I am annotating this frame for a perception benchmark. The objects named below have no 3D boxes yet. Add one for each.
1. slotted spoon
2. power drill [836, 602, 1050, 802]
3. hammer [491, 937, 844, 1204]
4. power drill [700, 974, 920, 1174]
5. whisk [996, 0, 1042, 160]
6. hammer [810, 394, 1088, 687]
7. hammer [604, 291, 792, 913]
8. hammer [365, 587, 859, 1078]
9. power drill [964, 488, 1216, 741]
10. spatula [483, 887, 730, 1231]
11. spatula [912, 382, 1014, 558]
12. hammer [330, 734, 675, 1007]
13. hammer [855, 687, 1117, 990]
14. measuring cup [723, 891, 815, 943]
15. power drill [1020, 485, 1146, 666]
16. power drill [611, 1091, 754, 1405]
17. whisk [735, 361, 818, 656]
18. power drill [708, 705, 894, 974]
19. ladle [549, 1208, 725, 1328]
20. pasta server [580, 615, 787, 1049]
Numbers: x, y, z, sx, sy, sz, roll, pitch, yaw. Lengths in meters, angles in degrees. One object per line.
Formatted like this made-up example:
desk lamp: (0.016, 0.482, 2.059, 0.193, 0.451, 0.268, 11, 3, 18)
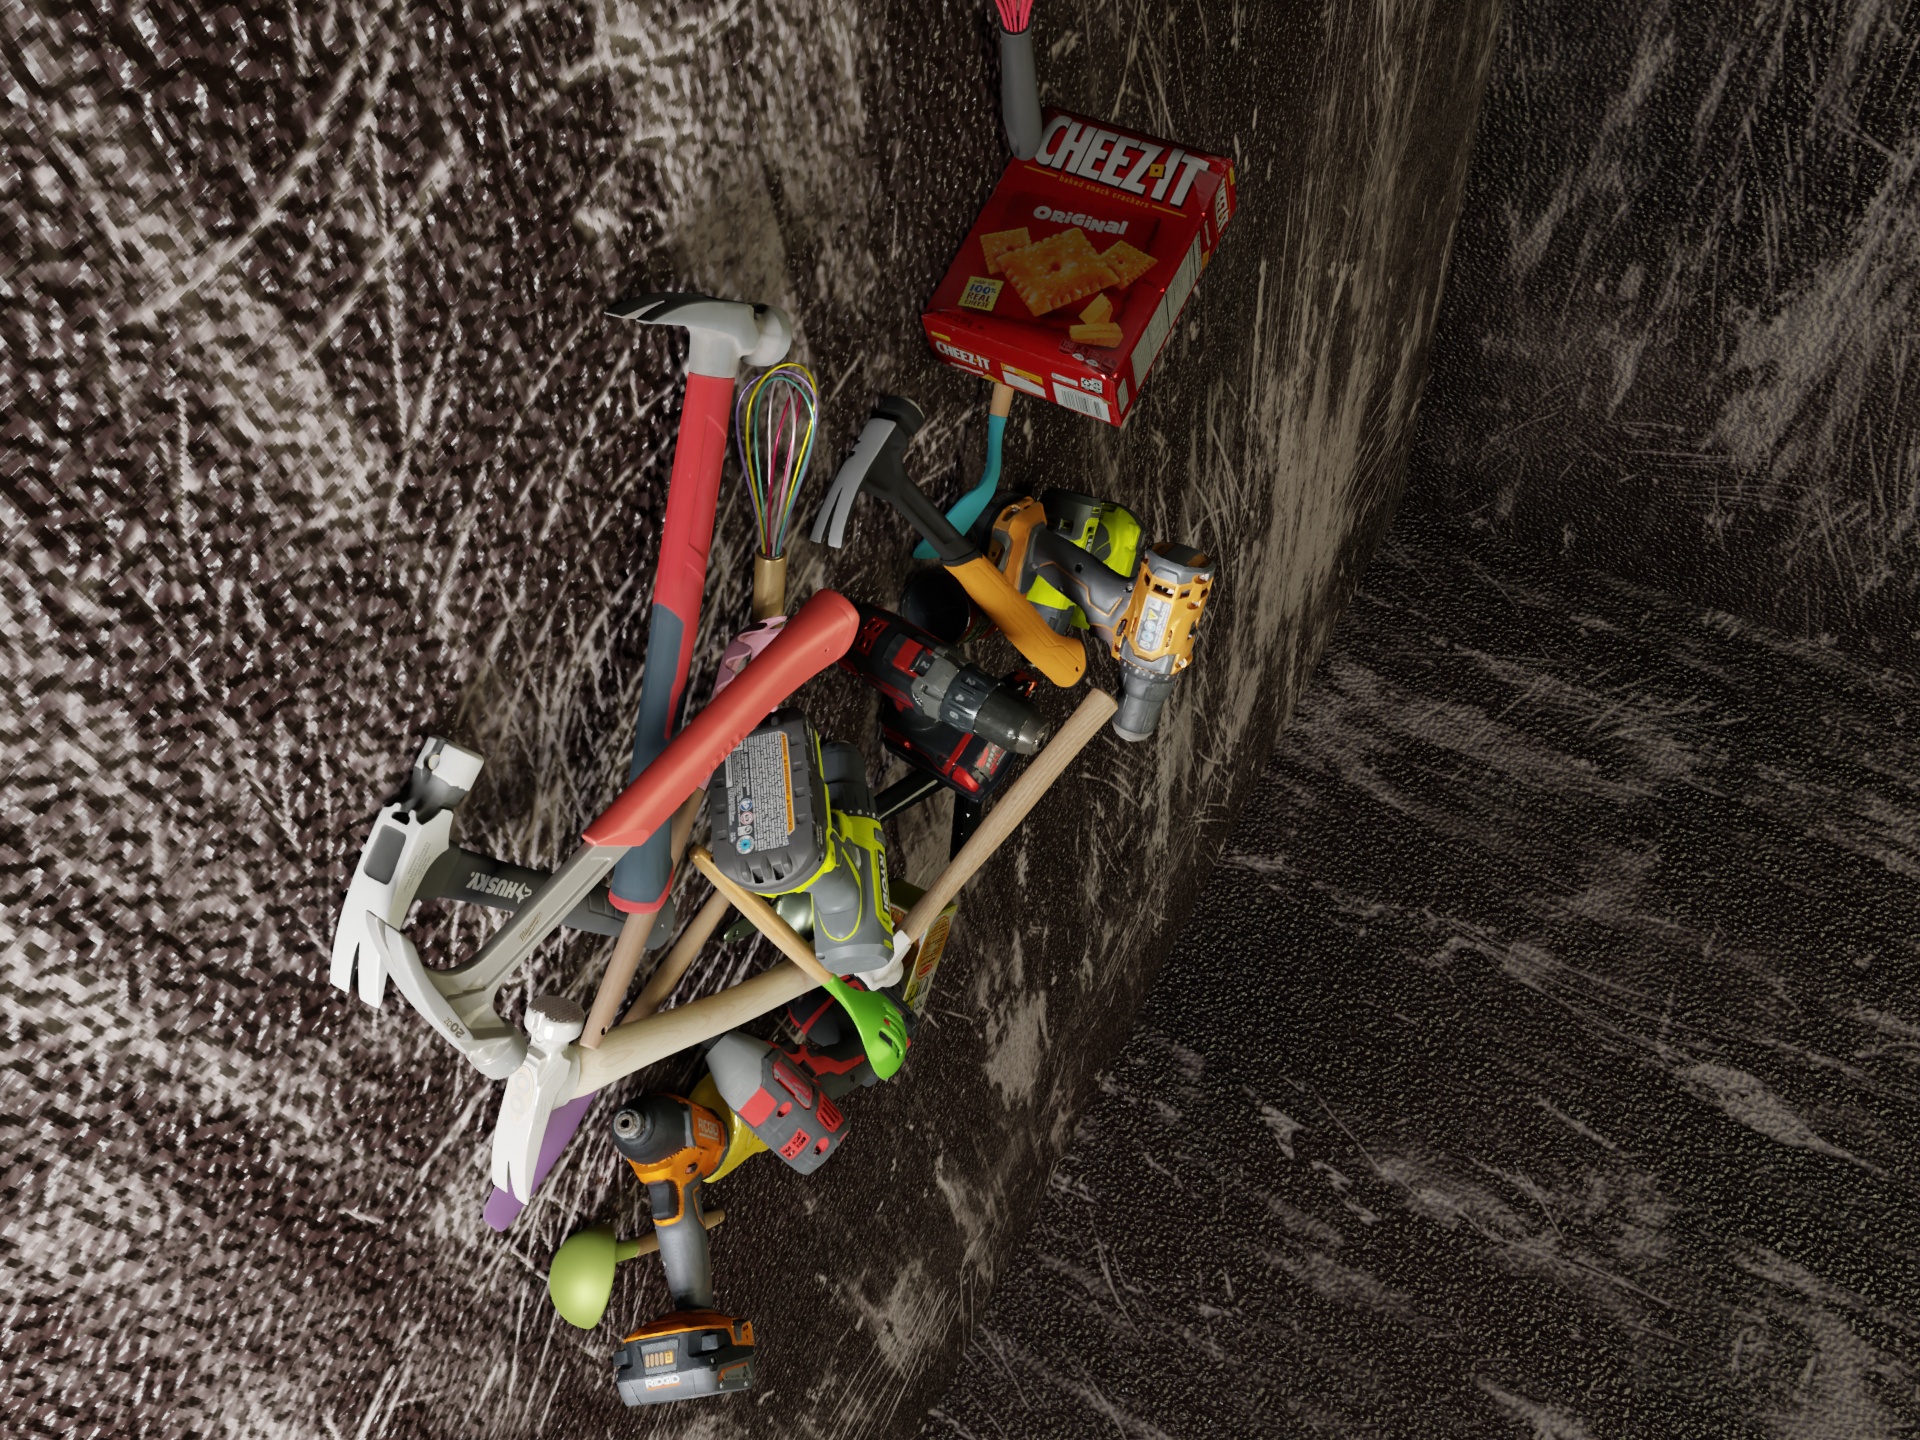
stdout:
slotted spoon: (-0.122, 0.194, 1.278, 0.313, 0.031, 0.070, 52, 31, -38)
power drill: (-0.002, -0.004, 1.331, 0.080, 0.188, 0.226, -57, 163, -11)
hammer: (-0.198, 0.237, 1.231, 0.410, 0.038, 0.146, -12, 122, -61)
power drill: (-0.132, 0.286, 1.376, 0.078, 0.143, 0.220, -50, 175, 22)
whisk: (0.036, -0.489, 1.082, 0.073, 0.073, 0.295, -61, 165, -18)
hammer: (0.010, -0.112, 1.283, 0.336, 0.034, 0.127, 42, 71, -46)
hammer: (-0.182, -0.060, 0.961, 0.143, 0.038, 0.386, -21, 125, -63)
hammer: (-0.185, 0.039, 0.943, 0.359, 0.037, 0.149, -49, 145, -27)
power drill: (0.104, -0.095, 1.437, 0.084, 0.226, 0.185, -37, 145, -55)
spatula: (-0.252, 0.236, 1.186, 0.316, 0.018, 0.059, -56, 156, -26)
spatula: (0.027, -0.285, 1.337, 0.082, 0.044, 0.317, -17, 123, -65)
hammer: (-0.264, 0.114, 0.994, 0.146, 0.035, 0.334, -65, 161, -6)
hammer: (0.023, 0.103, 1.391, 0.331, 0.031, 0.130, -50, 169, -3)
measuring cup: (-0.148, 0.172, 1.355, 0.167, 0.038, 0.083, -14, 125, -69)
power drill: (0.114, -0.145, 1.600, 0.223, 0.080, 0.171, -20, 126, -69)
power drill: (-0.223, 0.402, 1.229, 0.164, 0.084, 0.227, 62, 17, -66)
whisk: (-0.123, -0.133, 1.080, 0.047, 0.051, 0.244, -55, 161, -46)
power drill: (-0.113, 0.078, 1.222, 0.228, 0.080, 0.191, 55, 26, -63)
ladle: (-0.258, 0.450, 1.356, 0.320, 0.062, 0.078, 31, 73, -73)
pasta server: (-0.184, 0.072, 1.076, 0.060, 0.040, 0.316, 42, 63, -54)
